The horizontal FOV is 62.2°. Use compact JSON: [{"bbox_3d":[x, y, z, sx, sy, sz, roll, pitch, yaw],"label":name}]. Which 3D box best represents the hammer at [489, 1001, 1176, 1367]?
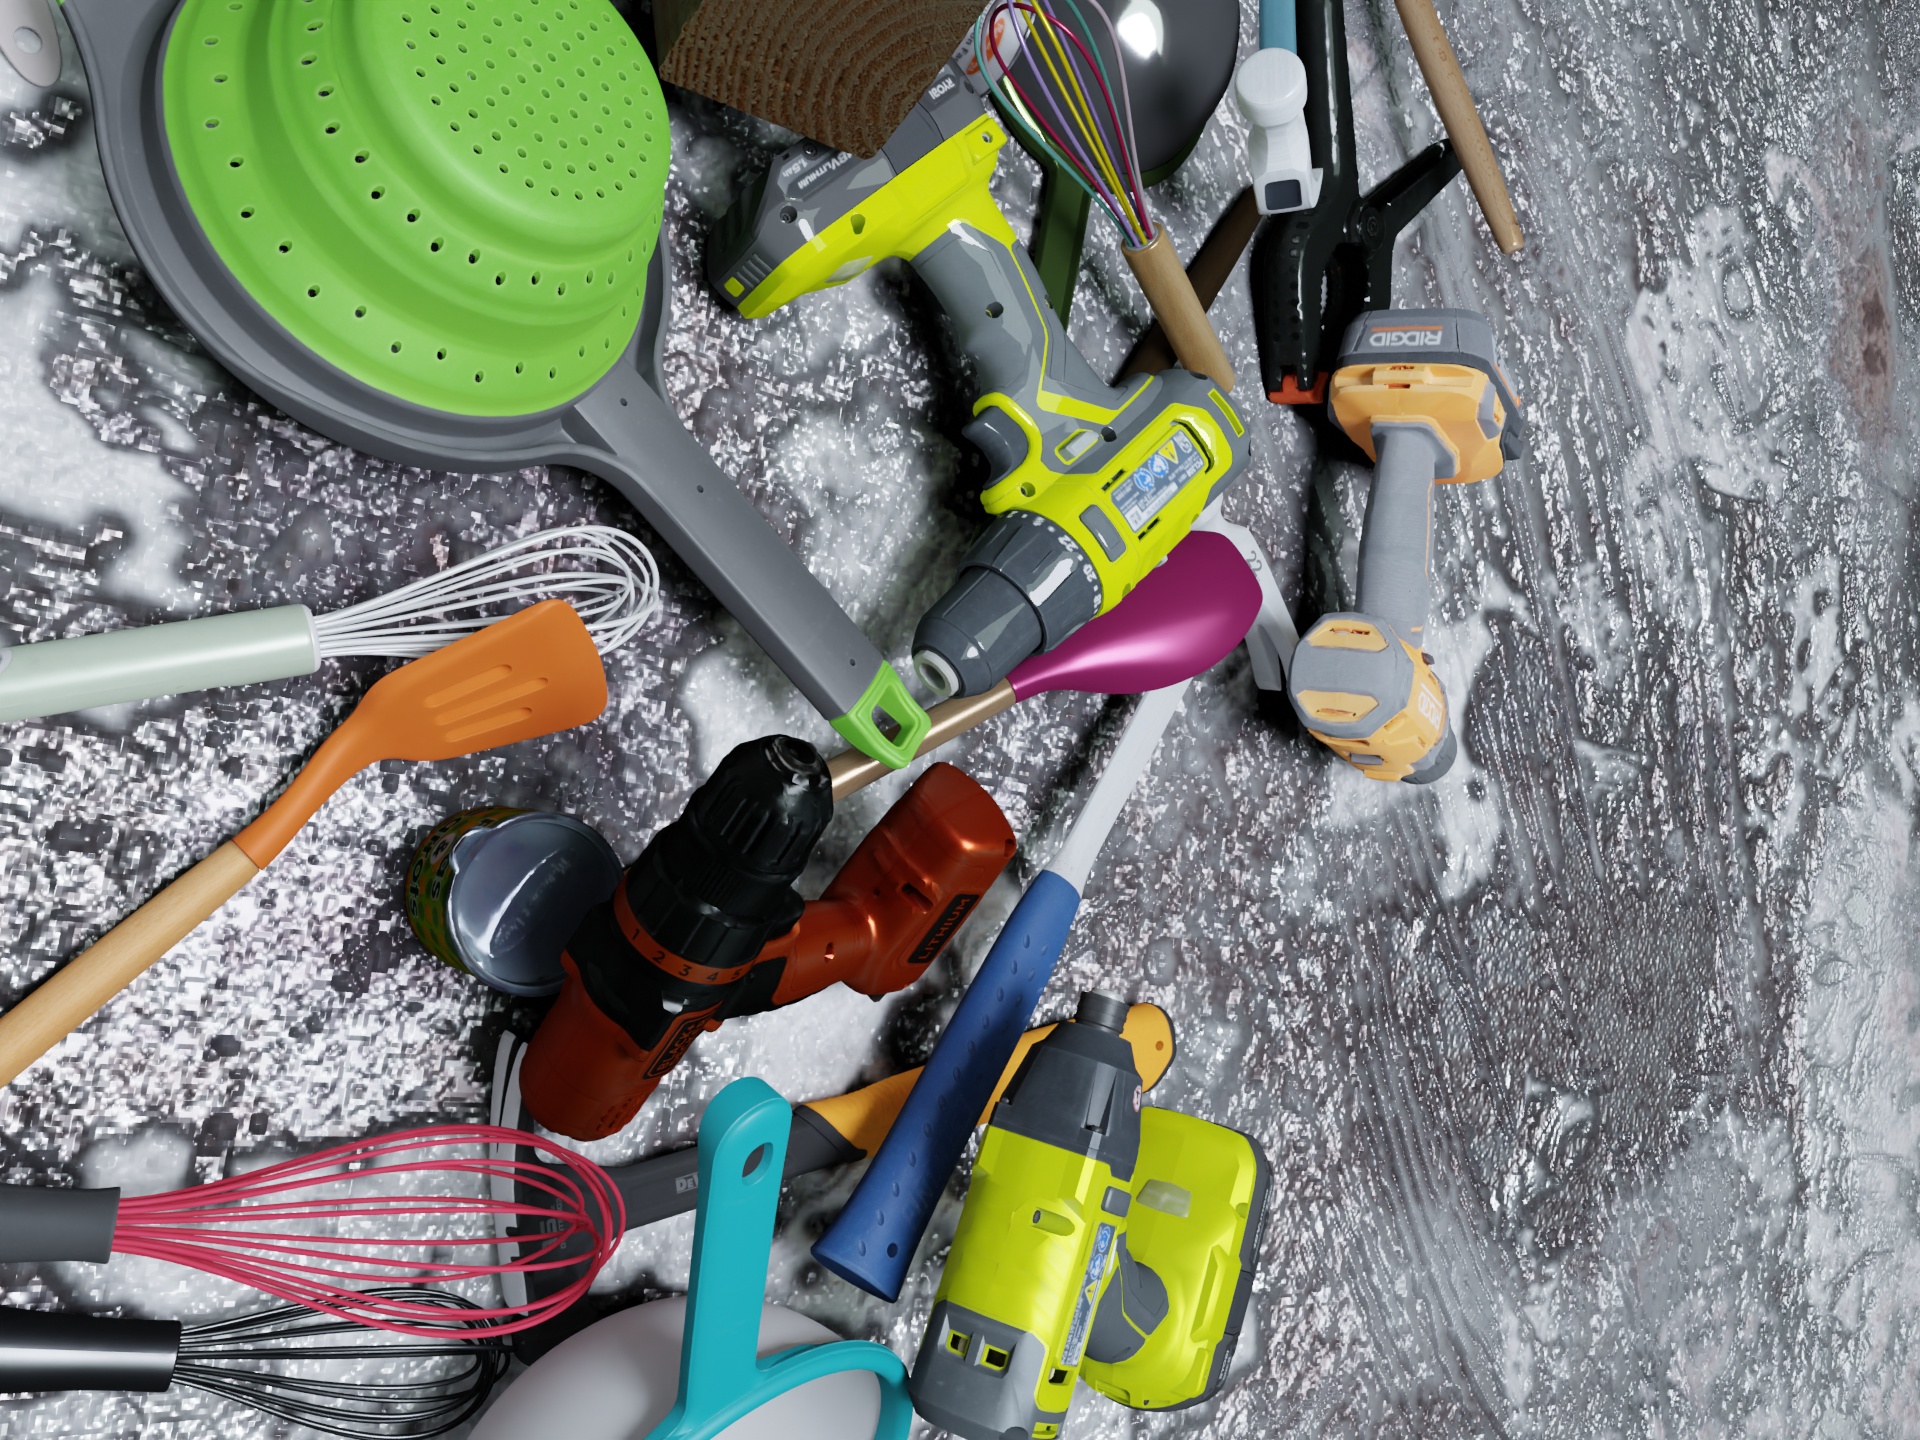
[{"bbox_3d":[-0.038,0.167,0.698,0.336,0.034,0.127,-8,96,-34],"label":"hammer"}]

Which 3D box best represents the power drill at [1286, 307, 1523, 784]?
[{"bbox_3d":[0.240,-0.079,0.844,0.185,0.084,0.226,28,72,-58],"label":"power drill"}]

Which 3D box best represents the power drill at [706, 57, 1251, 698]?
[{"bbox_3d":[0.002,-0.140,0.669,0.190,0.080,0.228,-44,104,-26],"label":"power drill"}]

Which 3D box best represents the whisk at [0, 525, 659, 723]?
[{"bbox_3d":[-0.222,-0.030,0.562,0.246,0.058,0.059,-13,129,-29],"label":"whisk"}]

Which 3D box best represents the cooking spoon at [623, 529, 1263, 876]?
[{"bbox_3d":[-0.001,-0.002,0.688,0.319,0.017,0.069,-28,80,-17],"label":"cooking spoon"}]

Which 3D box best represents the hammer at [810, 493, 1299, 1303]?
[{"bbox_3d":[0.054,0.070,0.725,0.144,0.035,0.406,49,58,-33],"label":"hammer"}]

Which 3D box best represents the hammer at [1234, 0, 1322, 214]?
[{"bbox_3d":[0.152,-0.394,0.769,0.128,0.033,0.331,50,40,-66],"label":"hammer"}]

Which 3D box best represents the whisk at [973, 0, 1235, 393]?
[{"bbox_3d":[0.072,-0.228,0.707,0.051,0.047,0.244,-51,135,-11],"label":"whisk"}]

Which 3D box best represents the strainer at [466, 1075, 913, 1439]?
[{"bbox_3d":[-0.113,0.235,0.555,0.211,0.095,0.340,-20,132,-42],"label":"strainer"}]

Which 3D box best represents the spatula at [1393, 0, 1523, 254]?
[{"bbox_3d":[0.247,-0.403,0.855,0.082,0.044,0.317,-18,86,-44],"label":"spatula"}]

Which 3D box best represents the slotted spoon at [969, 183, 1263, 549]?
[{"bbox_3d":[0.084,-0.155,0.782,0.070,0.031,0.314,43,66,-28],"label":"slotted spoon"}]

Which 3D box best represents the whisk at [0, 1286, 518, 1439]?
[{"bbox_3d":[-0.268,0.213,0.536,0.238,0.055,0.055,15,82,-29],"label":"whisk"}]

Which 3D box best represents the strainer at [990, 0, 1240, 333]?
[{"bbox_3d":[0.073,-0.282,0.745,0.151,0.069,0.256,17,80,-34],"label":"strainer"}]

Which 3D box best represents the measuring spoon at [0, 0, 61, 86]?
[{"bbox_3d":[-0.321,-0.267,0.510,0.034,0.018,0.124,-27,113,-31],"label":"measuring spoon"}]

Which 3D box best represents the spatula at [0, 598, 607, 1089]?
[{"bbox_3d":[-0.257,0.067,0.538,0.322,0.041,0.081,-44,159,-22],"label":"spatula"}]

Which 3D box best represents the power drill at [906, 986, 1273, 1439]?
[{"bbox_3d":[0.066,0.217,0.684,0.223,0.080,0.171,43,62,-58],"label":"power drill"}]

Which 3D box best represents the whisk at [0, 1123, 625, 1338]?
[{"bbox_3d":[-0.252,0.164,0.513,0.295,0.073,0.073,10,85,-27],"label":"whisk"}]

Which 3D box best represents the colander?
[{"bbox_3d":[-0.116,-0.136,0.562,0.396,0.094,0.205,49,47,-21],"label":"colander"}]
